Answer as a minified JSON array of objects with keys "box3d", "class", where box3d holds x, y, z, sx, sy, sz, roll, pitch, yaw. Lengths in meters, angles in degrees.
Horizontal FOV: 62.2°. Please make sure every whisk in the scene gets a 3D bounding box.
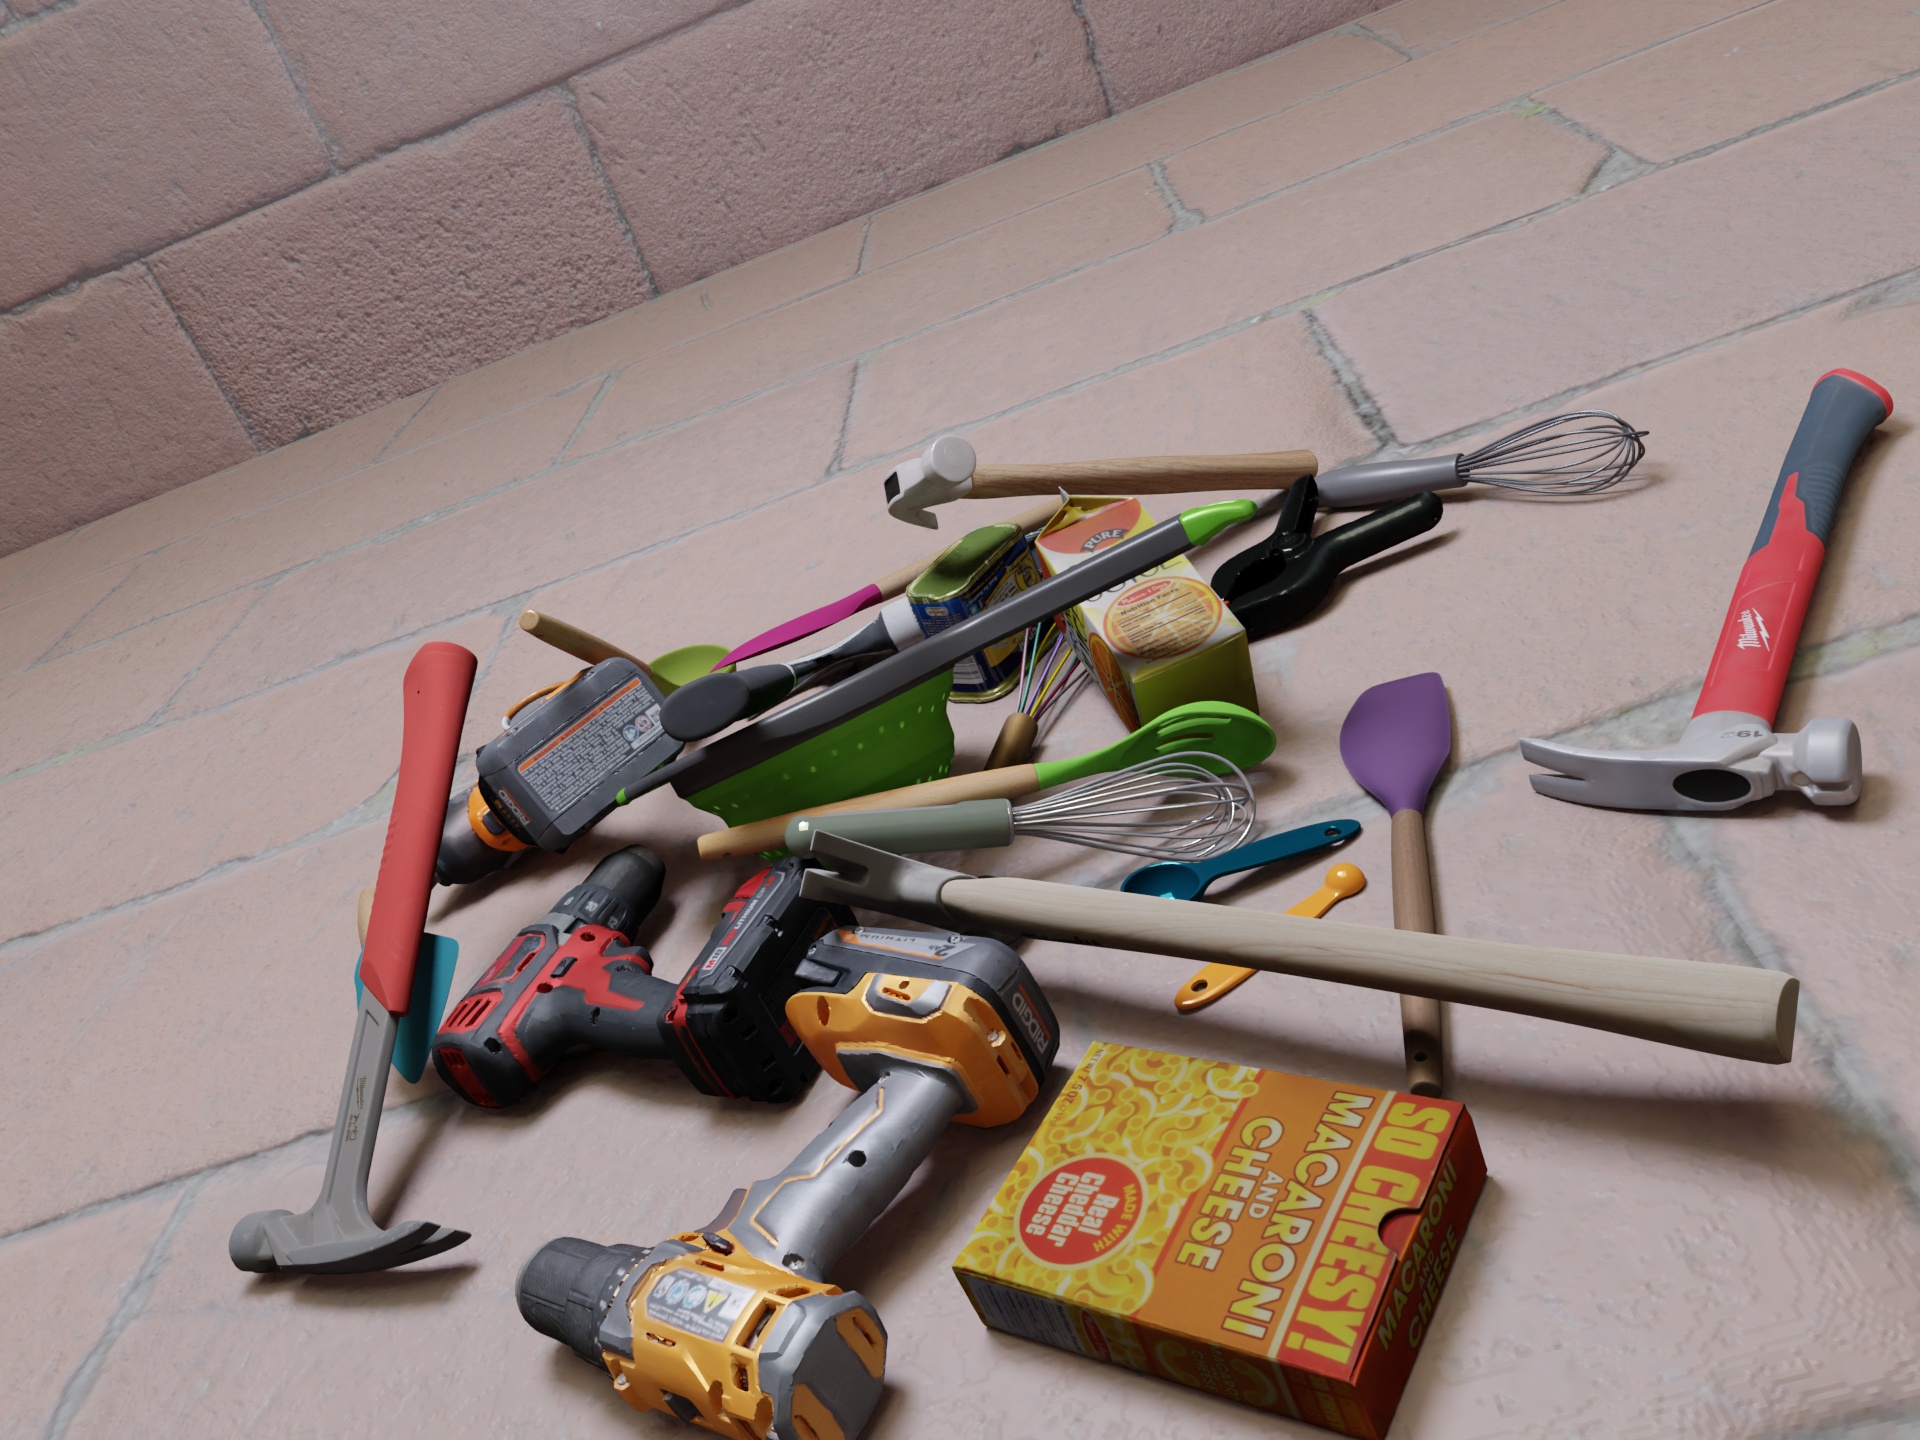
[{"box3d":[0.047,-0.013,1.001,0.047,0.051,0.245,-3,37,25],"class":"whisk"},{"box3d":[0.032,0.051,0.823,0.246,0.059,0.057,-4,-15,-5],"class":"whisk"},{"box3d":[0.331,-0.167,1.051,0.239,0.055,0.055,-3,34,42],"class":"whisk"}]

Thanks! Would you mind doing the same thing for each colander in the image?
[{"box3d":[-0.001,-0.003,0.897,0.397,0.094,0.204,-25,3,20],"class":"colander"}]

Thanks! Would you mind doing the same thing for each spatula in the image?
[{"box3d":[-0.361,0.143,1.008,0.318,0.044,0.082,13,87,68],"class":"spatula"},{"box3d":[0.213,0.063,0.762,0.060,0.018,0.316,-16,28,21],"class":"spatula"}]

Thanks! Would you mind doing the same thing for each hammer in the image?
[{"box3d":[0.117,0.090,0.662,0.411,0.146,0.038,3,77,41],"class":"hammer"},{"box3d":[-0.304,0.114,0.872,0.149,0.036,0.359,-16,56,28],"class":"hammer"},{"box3d":[-0.116,-0.026,0.995,0.149,0.036,0.409,-24,3,8],"class":"hammer"},{"box3d":[0.419,-0.083,0.842,0.143,0.038,0.386,-1,35,39],"class":"hammer"},{"box3d":[0.102,-0.166,1.089,0.331,0.031,0.130,-6,-5,-26],"class":"hammer"}]

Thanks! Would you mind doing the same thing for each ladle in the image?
[{"box3d":[-0.227,-0.048,1.083,0.078,0.062,0.320,-8,-9,8],"class":"ladle"}]

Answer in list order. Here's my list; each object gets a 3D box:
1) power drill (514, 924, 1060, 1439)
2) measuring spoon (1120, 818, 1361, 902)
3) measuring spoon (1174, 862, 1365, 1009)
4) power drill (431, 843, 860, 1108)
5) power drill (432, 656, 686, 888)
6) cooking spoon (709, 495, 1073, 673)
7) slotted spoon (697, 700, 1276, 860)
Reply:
[{"box3d":[-0.077,0.195,0.695,0.185,0.084,0.226,-1,39,39],"class":"power drill"},{"box3d":[0.143,0.078,0.801,0.128,0.021,0.042,-17,26,-7],"class":"measuring spoon"},{"box3d":[0.146,0.100,0.755,0.117,0.011,0.021,-33,29,-17],"class":"measuring spoon"},{"box3d":[-0.162,0.130,0.877,0.227,0.080,0.188,-9,31,32],"class":"power drill"},{"box3d":[-0.281,0.048,1.045,0.164,0.084,0.226,-42,8,-29],"class":"power drill"},{"box3d":[-0.039,-0.099,1.118,0.319,0.017,0.069,-28,5,-29],"class":"cooking spoon"},{"box3d":[0.015,0.034,0.851,0.313,0.070,0.031,-12,59,-7],"class":"slotted spoon"}]
